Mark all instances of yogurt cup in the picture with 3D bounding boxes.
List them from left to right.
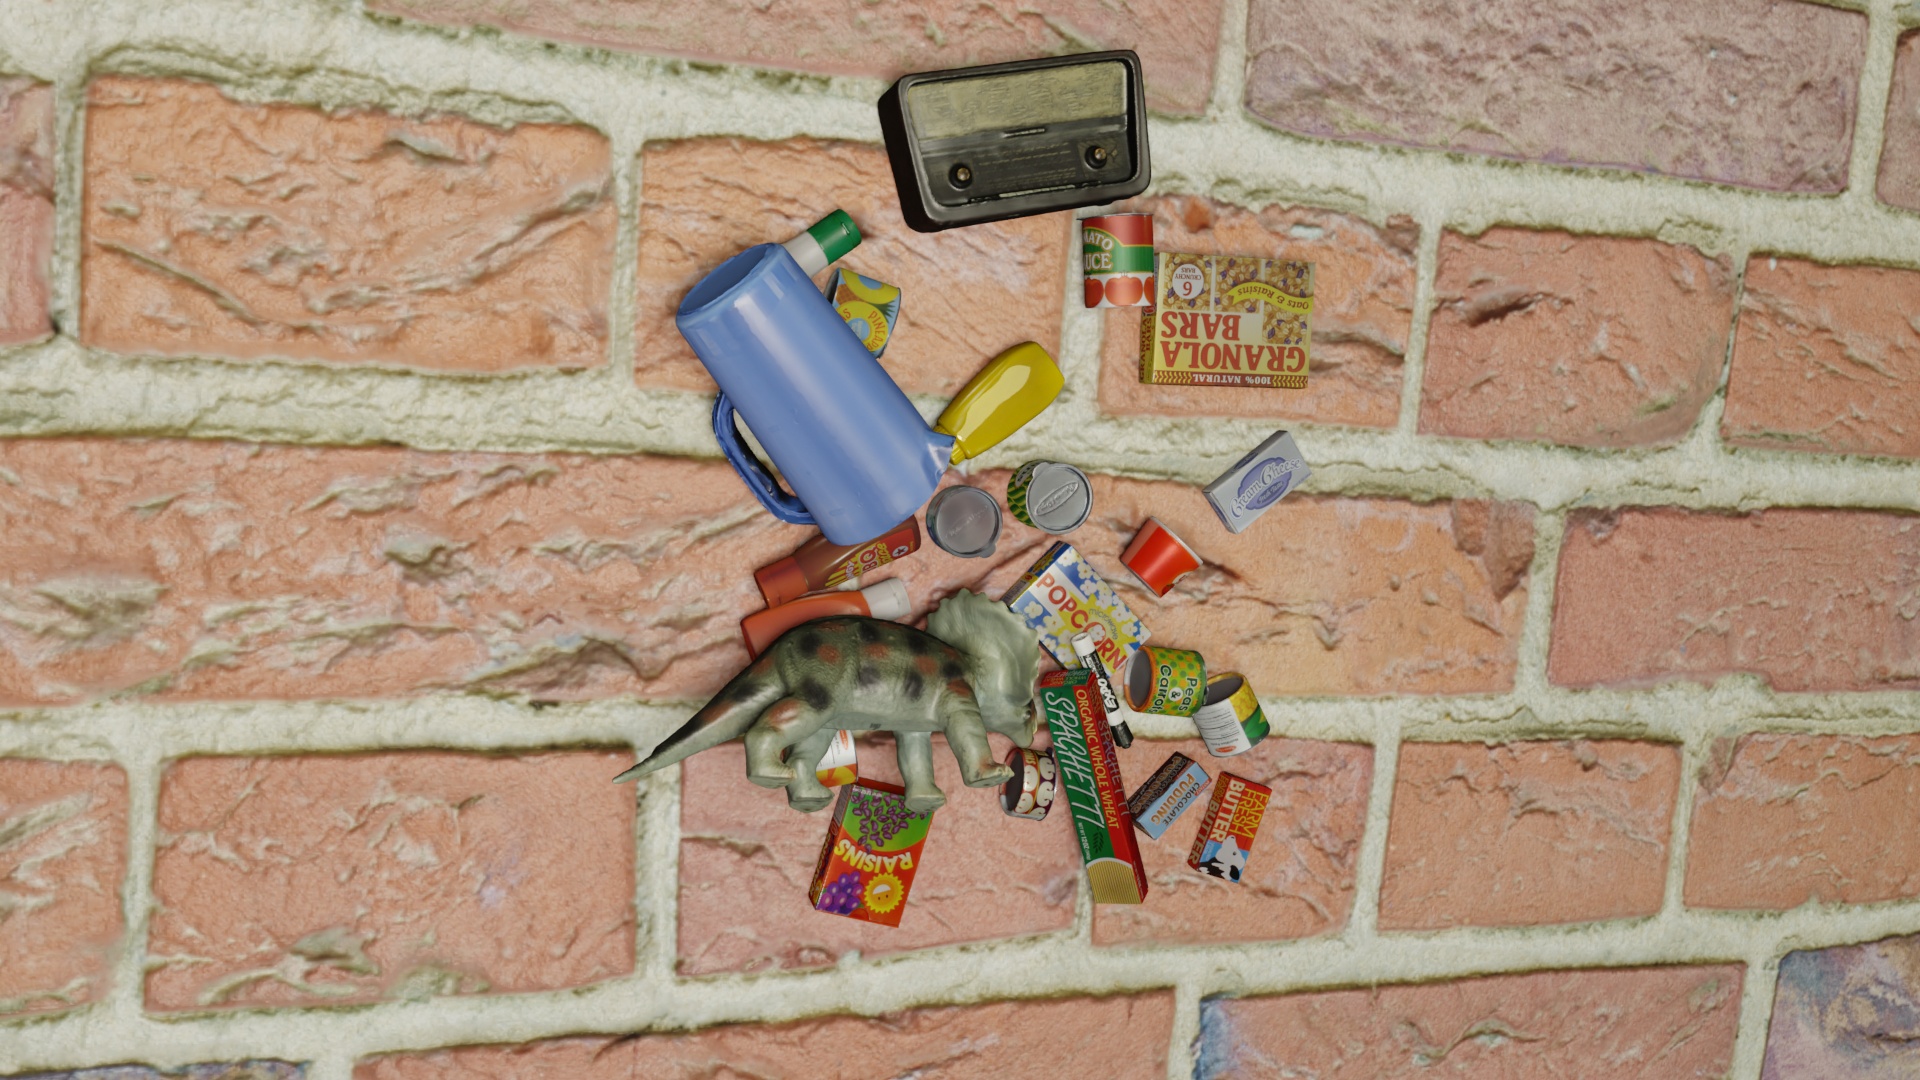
[{"bbox_3d":[0.189,0.018,1.329,0.072,0.072,0.054,43,92,-17],"label":"yogurt cup"}]

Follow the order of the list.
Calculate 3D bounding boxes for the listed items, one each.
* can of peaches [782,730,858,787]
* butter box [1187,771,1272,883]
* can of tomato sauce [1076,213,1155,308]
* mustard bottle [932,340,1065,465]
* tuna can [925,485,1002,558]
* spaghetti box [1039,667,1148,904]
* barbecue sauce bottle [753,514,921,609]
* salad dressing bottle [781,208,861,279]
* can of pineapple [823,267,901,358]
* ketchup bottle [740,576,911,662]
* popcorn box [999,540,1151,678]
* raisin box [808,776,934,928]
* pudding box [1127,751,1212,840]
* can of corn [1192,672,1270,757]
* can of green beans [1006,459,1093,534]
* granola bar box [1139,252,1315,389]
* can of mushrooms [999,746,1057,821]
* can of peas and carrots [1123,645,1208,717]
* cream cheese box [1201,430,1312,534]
[{"bbox_3d":[-0.128,0.192,1.252,0.058,0.071,0.071,-10,100,-16],"label":"can of peaches"},{"bbox_3d":[0.273,0.290,1.407,0.053,0.024,0.103,20,91,-19],"label":"butter box"},{"bbox_3d":[0.144,-0.257,1.280,0.071,0.071,0.083,-6,99,-16],"label":"can of tomato sauce"},{"bbox_3d":[0.019,-0.115,1.268,0.160,0.049,0.065,-40,106,-8],"label":"mustard bottle"},{"bbox_3d":[0.005,-0.016,1.283,0.071,0.033,0.071,-2,97,-17],"label":"tuna can"},{"bbox_3d":[0.128,0.238,1.326,0.050,0.029,0.249,-6,111,24],"label":"spaghetti box"},{"bbox_3d":[-0.109,0.014,1.236,0.149,0.064,0.044,-24,65,-14],"label":"barbecue sauce bottle"},{"bbox_3d":[-0.154,-0.233,1.204,0.148,0.044,0.064,-36,101,-11],"label":"salad dressing bottle"},{"bbox_3d":[-0.090,-0.198,1.214,0.058,0.071,0.071,17,92,-17],"label":"can of pineapple"},{"bbox_3d":[-0.119,0.075,1.250,0.149,0.043,0.064,-20,93,-14],"label":"ketchup bottle"},{"bbox_3d":[0.110,0.073,1.323,0.085,0.038,0.126,-45,107,-7],"label":"popcorn box"},{"bbox_3d":[-0.082,0.288,1.290,0.086,0.040,0.123,17,92,-19],"label":"raisin box"},{"bbox_3d":[0.203,0.251,1.367,0.084,0.049,0.030,-43,105,-8],"label":"pudding box"},{"bbox_3d":[0.264,0.170,1.370,0.071,0.071,0.058,-30,104,-11],"label":"can of corn"},{"bbox_3d":[0.082,-0.041,1.291,0.071,0.058,0.071,-2,98,-17],"label":"can of green beans"},{"bbox_3d":[0.255,-0.210,1.334,0.166,0.039,0.124,0,97,-17],"label":"granola bar box"},{"bbox_3d":[0.064,0.228,1.314,0.033,0.071,0.071,12,93,-17],"label":"can of mushrooms"},{"bbox_3d":[0.198,0.137,1.341,0.059,0.071,0.071,8,95,-17],"label":"can of peas and carrots"},{"bbox_3d":[0.294,-0.058,1.372,0.104,0.024,0.053,-38,105,-10],"label":"cream cheese box"}]
